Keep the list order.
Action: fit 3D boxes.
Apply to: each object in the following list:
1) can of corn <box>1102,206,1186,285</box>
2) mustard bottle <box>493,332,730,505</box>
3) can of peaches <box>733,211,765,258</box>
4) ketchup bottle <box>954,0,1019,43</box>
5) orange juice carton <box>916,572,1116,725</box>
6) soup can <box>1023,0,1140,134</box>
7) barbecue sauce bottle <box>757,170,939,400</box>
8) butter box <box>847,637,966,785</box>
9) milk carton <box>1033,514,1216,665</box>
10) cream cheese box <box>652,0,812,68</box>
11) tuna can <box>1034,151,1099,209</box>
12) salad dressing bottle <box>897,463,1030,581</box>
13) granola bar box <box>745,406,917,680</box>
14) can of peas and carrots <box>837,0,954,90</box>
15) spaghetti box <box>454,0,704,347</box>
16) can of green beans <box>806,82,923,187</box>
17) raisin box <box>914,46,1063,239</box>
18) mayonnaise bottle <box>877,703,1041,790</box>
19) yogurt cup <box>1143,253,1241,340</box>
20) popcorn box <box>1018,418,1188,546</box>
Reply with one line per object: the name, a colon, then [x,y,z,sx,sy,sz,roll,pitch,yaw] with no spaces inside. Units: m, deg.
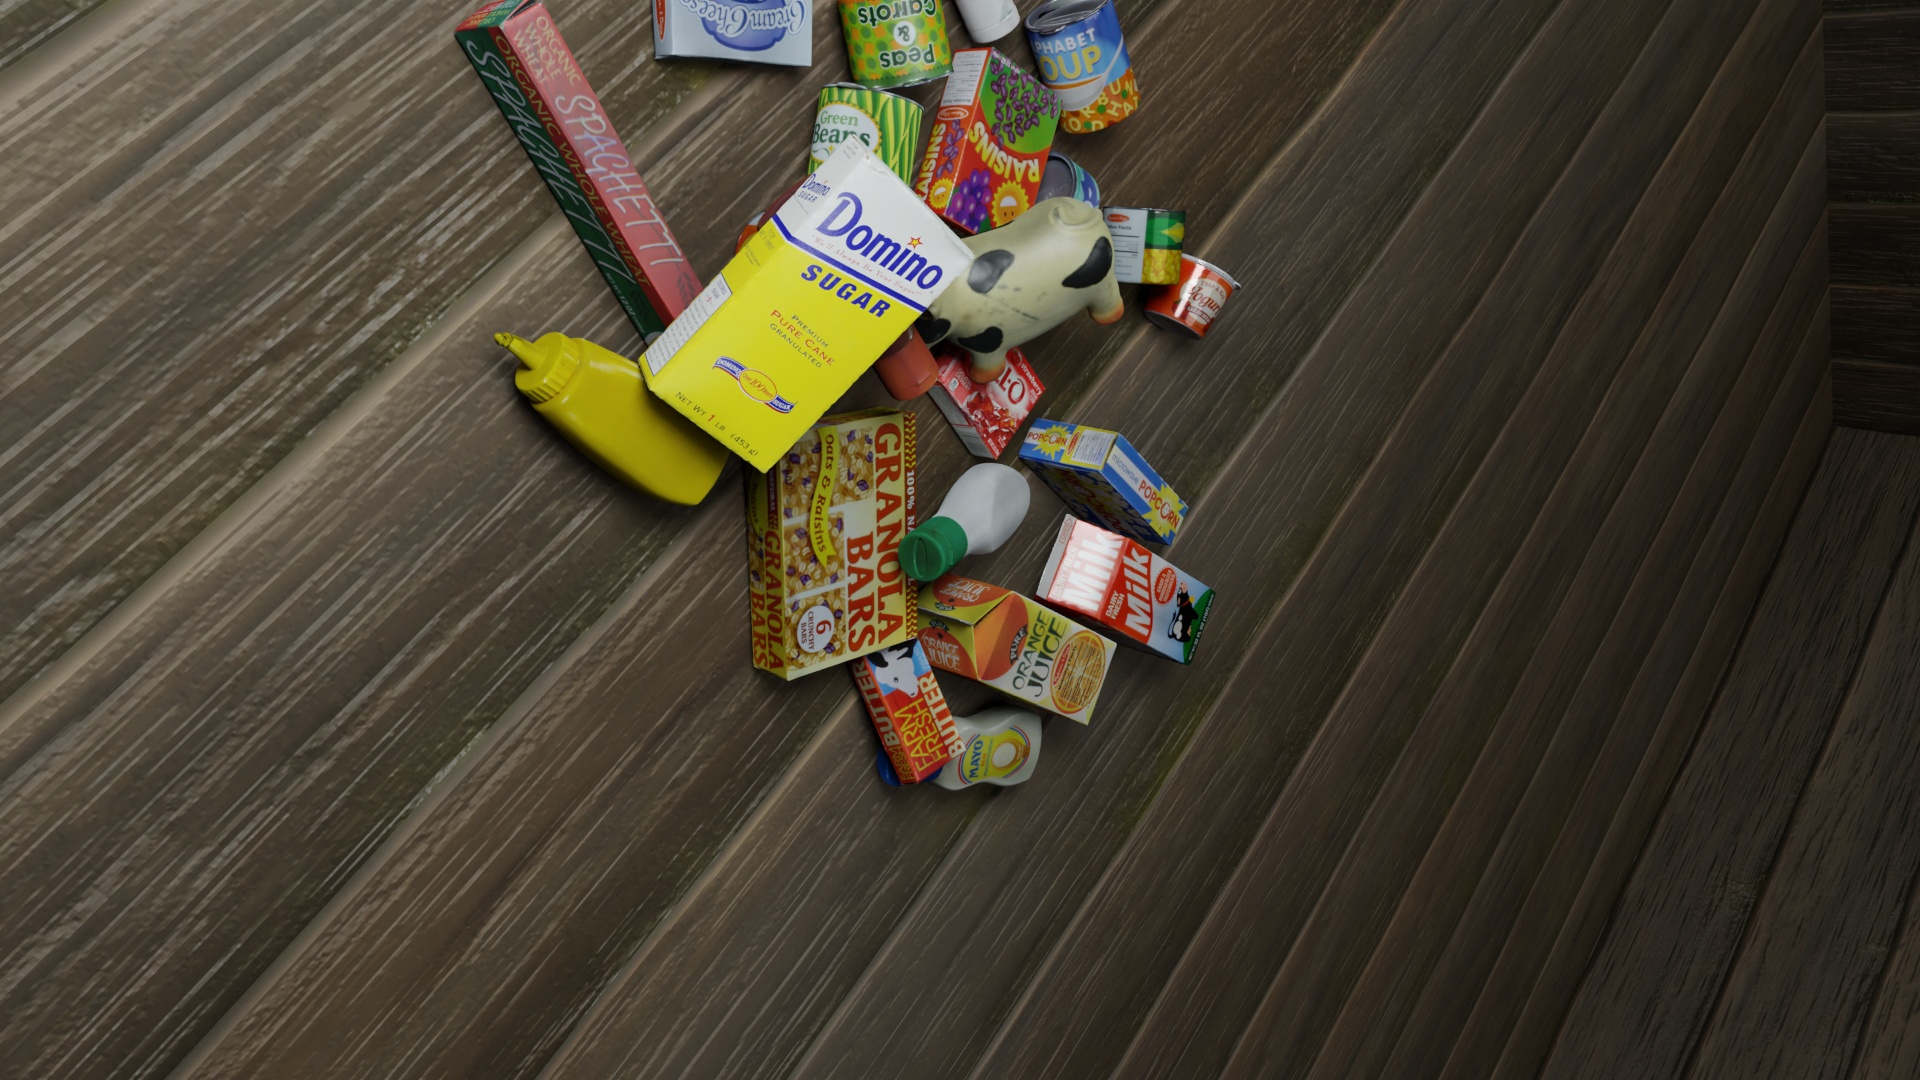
can of corn: [0.146,-0.235,1.107,0.071,0.071,0.058,-10,109,-45]
mustard bottle: [-0.202,-0.078,0.793,0.160,0.049,0.065,39,74,-45]
can of peaches: [-0.098,-0.170,0.872,0.071,0.058,0.071,-15,111,-44]
ketchup bottle: [-0.005,-0.404,0.918,0.065,0.043,0.148,-52,133,-24]
orange juice carton: [0.033,0.080,1.069,0.192,0.072,0.073,27,80,-47]
soup can: [0.089,-0.349,1.015,0.071,0.071,0.083,-46,131,-28]
barbecue sauce bottle: [-0.060,-0.148,0.841,0.065,0.044,0.148,-45,131,-14]
butter box: [-0.039,0.120,1.010,0.053,0.024,0.103,-25,92,-40]
milk carton: [0.129,0.040,1.160,0.190,0.073,0.072,27,81,-47]
cream cheese box: [-0.134,-0.310,0.821,0.104,0.024,0.053,-14,112,-44]
tuna can: [0.067,-0.246,1.019,0.033,0.071,0.071,21,85,-48]
salad dressing bottle: [0.004,-0.013,1.000,0.148,0.044,0.064,-38,133,-59]
granola bar box: [-0.085,-0.002,0.945,0.124,0.039,0.165,-15,112,-45]
can of peas and carrots: [-0.041,-0.321,0.882,0.071,0.071,0.058,-31,121,-37]
spaghetti box: [-0.192,-0.180,0.776,0.029,0.050,0.249,-49,131,-28]
can of green beans: [-0.061,-0.252,0.883,0.071,0.071,0.057,5,98,-47]
raisin box: [0.018,-0.272,0.983,0.086,0.040,0.123,19,86,-48]
mayonnaise bottle: [0.001,0.165,1.081,0.148,0.041,0.064,0,103,-46]
yogurt cup: [0.189,-0.204,1.166,0.072,0.072,0.054,26,90,-47]
popcorn box: [0.115,-0.047,1.113,0.126,0.085,0.038,40,71,-45]
